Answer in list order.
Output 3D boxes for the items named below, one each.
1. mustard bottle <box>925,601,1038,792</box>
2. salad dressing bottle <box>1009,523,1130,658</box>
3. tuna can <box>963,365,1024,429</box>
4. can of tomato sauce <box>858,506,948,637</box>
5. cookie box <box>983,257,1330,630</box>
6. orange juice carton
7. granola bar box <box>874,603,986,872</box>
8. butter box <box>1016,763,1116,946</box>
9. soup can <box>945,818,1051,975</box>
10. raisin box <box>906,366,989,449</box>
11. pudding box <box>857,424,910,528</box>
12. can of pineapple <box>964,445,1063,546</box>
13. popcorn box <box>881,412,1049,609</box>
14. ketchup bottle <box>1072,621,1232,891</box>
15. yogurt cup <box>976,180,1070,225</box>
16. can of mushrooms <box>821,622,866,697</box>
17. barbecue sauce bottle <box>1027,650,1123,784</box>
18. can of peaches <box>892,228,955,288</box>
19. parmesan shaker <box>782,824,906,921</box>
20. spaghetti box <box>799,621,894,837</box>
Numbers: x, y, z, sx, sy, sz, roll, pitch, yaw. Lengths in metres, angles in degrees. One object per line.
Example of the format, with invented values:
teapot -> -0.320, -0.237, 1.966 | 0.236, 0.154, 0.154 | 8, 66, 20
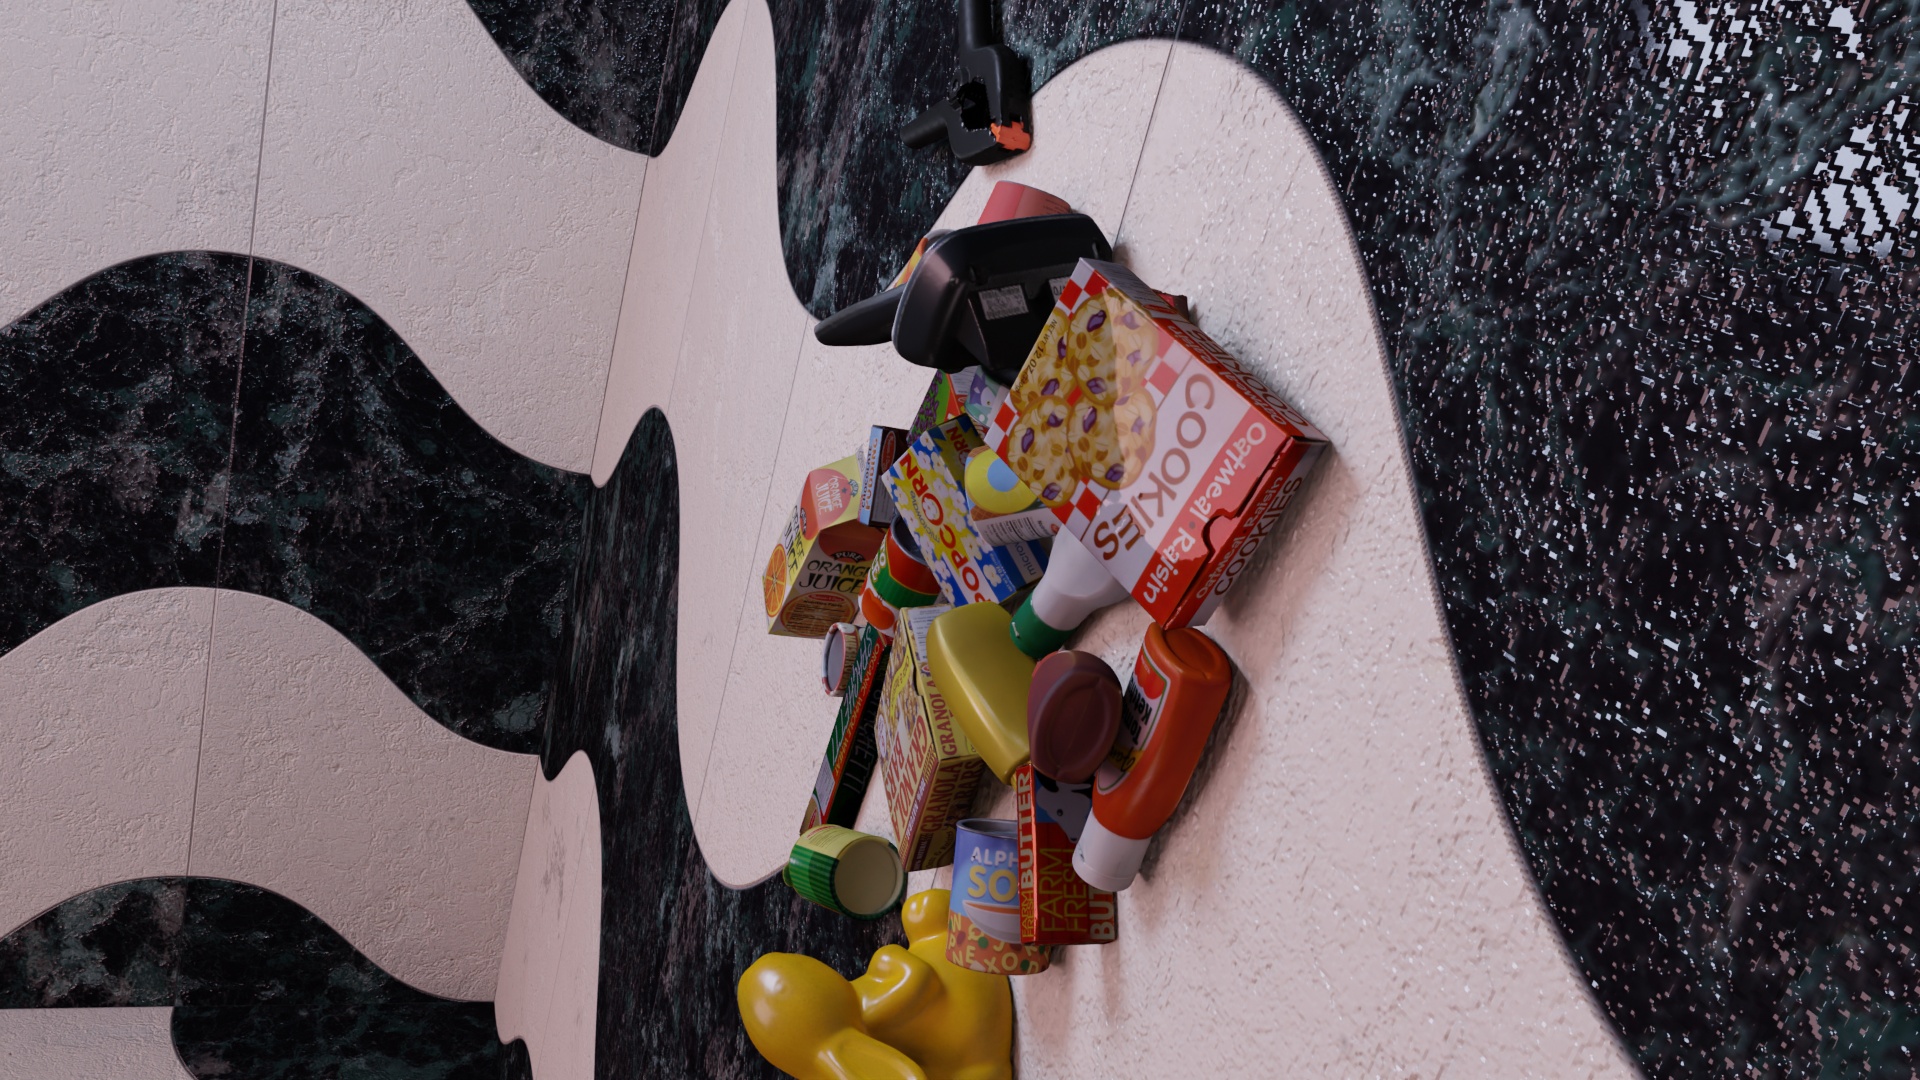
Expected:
mustard bottle -> 0.032, 0.114, 0.882 | 0.161, 0.065, 0.048 | 62, 153, 31
salad dressing bottle -> 0.074, 0.021, 0.843 | 0.147, 0.044, 0.064 | -56, 45, 48
tuna can -> 0.038, -0.096, 0.934 | 0.071, 0.071, 0.032 | -118, 42, -53
can of tomato sauce -> -0.037, 0.025, 1.064 | 0.071, 0.071, 0.082 | -106, 32, -43
cookie box -> 0.096, -0.053, 0.733 | 0.168, 0.040, 0.122 | 49, 123, 34
orange juice carton -> -0.115, 0.004, 1.246 | 0.191, 0.073, 0.072 | 121, 148, -42
granola bar box -> -0.025, 0.142, 0.987 | 0.164, 0.039, 0.125 | 105, 156, -50
butter box -> 0.061, 0.183, 0.811 | 0.024, 0.053, 0.104 | 143, 130, -62
soup can -> 0.027, 0.220, 0.860 | 0.071, 0.071, 0.084 | 176, 99, -66
raisin box -> 0.000, -0.065, 1.046 | 0.124, 0.040, 0.085 | -106, 33, -42
pudding box -> -0.053, -0.052, 1.149 | 0.030, 0.050, 0.083 | -158, 76, -64
can of pineapple -> 0.041, -0.034, 0.880 | 0.058, 0.071, 0.071 | -11, 67, 22
popcorn box -> 0.003, -0.012, 0.954 | 0.127, 0.038, 0.085 | 61, 149, 7
ketchup bottle -> 0.100, 0.121, 0.751 | 0.065, 0.043, 0.148 | -109, 33, -63
yogurt cup -> 0.043, -0.215, 0.964 | 0.072, 0.072, 0.054 | 32, 104, 65
can of mushrooms -> -0.097, 0.106, 1.224 | 0.071, 0.033, 0.071 | -171, 89, -67
barbecue sauce bottle -> 0.061, 0.091, 0.787 | 0.148, 0.044, 0.065 | -72, 5, -86
can of peaches -> -0.011, -0.198, 1.080 | 0.057, 0.071, 0.071 | 128, 142, -49
parmesan shaker -> -0.094, 0.268, 1.120 | 0.103, 0.071, 0.071 | 167, 109, -65
spaghetti box -> -0.092, 0.176, 1.196 | 0.050, 0.029, 0.248 | -119, 42, -54
